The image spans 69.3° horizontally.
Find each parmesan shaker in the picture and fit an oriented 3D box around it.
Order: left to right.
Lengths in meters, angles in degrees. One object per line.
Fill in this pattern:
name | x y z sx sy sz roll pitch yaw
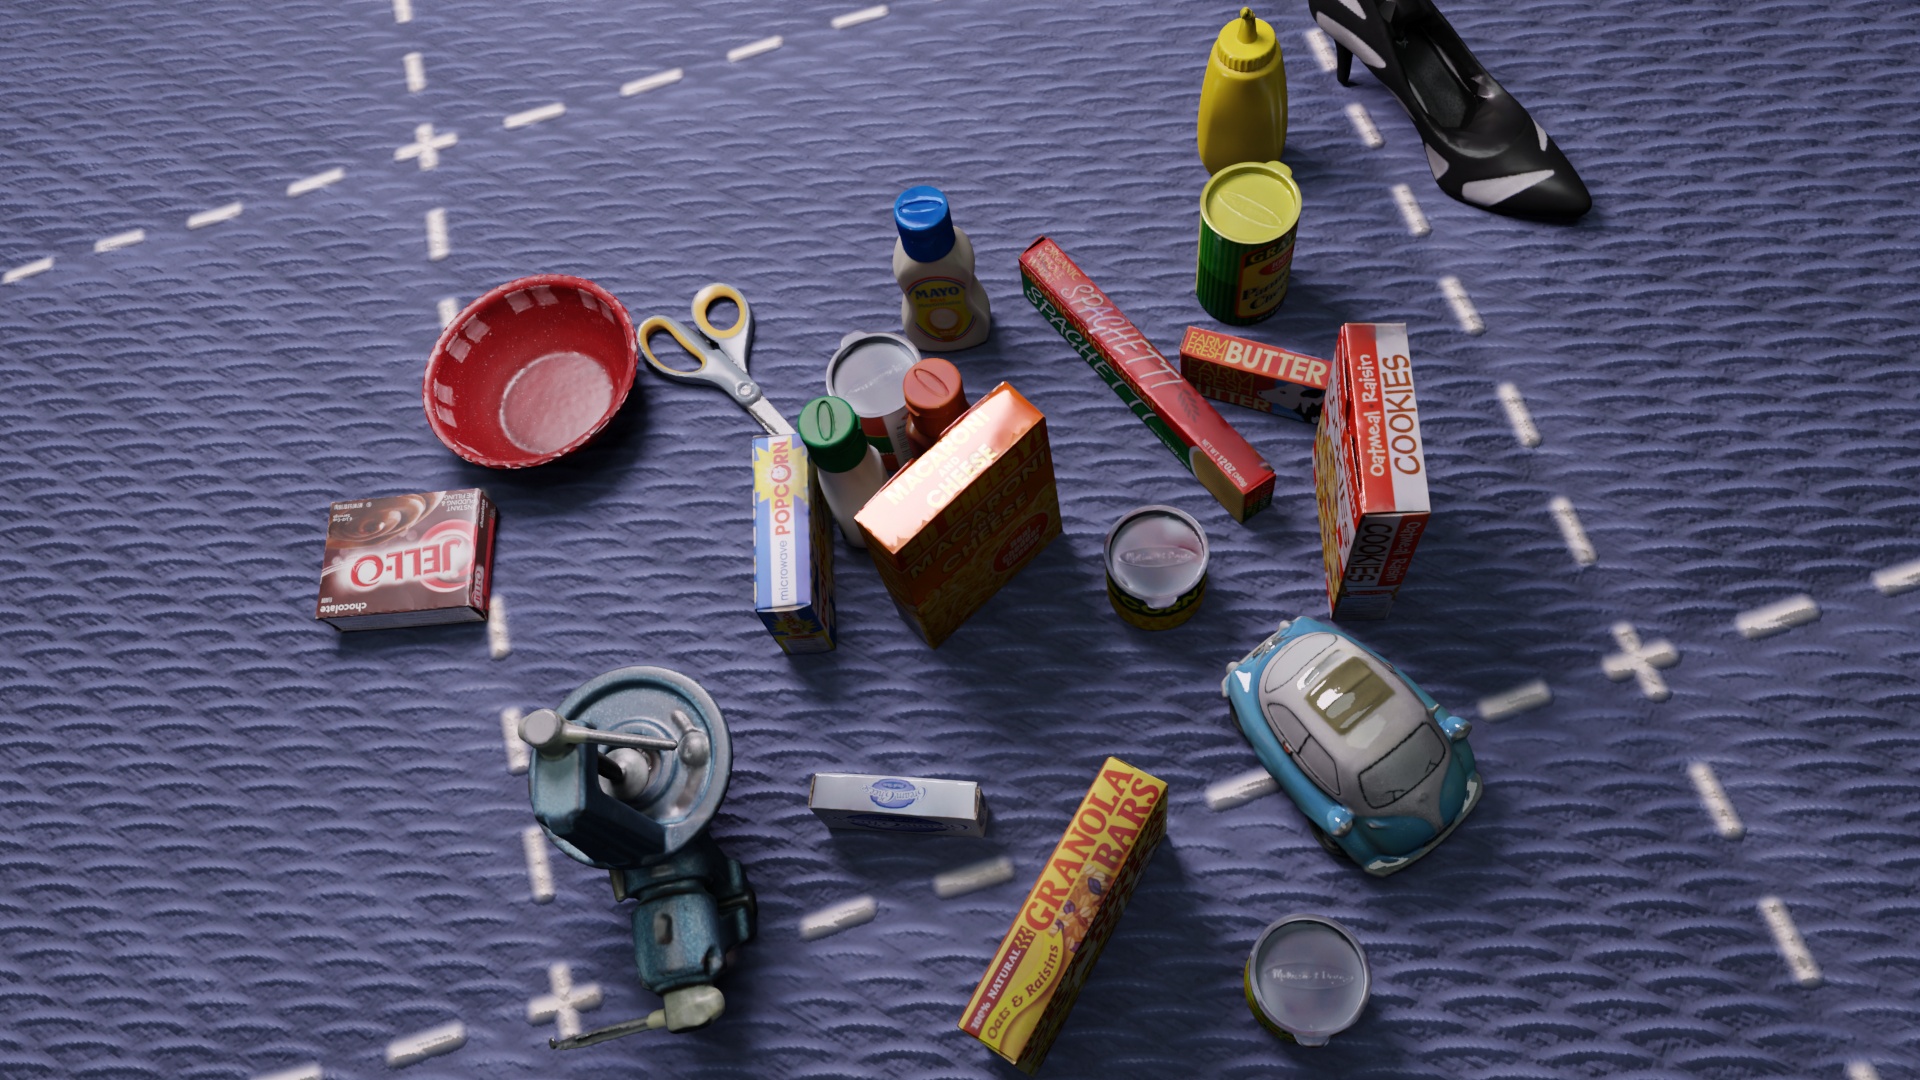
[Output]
parmesan shaker | 0.200 -0.205 0.966 0.071 0.102 0.071 -3 66 7

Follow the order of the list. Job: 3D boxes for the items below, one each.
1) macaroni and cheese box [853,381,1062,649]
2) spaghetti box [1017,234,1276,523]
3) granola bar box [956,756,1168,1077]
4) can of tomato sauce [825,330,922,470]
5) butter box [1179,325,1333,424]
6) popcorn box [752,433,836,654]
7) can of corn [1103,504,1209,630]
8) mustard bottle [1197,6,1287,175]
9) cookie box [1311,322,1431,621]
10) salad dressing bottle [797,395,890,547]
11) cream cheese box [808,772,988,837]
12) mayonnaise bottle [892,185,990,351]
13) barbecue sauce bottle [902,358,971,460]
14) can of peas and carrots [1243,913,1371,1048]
macaroni and cheese box | 0.003 -0.011 0.870 0.124 0.166 0.040 -43 68 -11
spaghetti box | 0.125 -0.115 0.964 0.029 0.050 0.251 -36 66 -8
granola bar box | 0.062 0.214 0.783 0.039 0.123 0.166 27 72 18
can of tomato sauce | -0.053 -0.096 0.962 0.071 0.082 0.071 -3 66 7
butter box | 0.201 -0.113 0.951 0.103 0.053 0.024 17 70 15
popcorn box | -0.110 0.003 0.924 0.038 0.085 0.127 -7 65 5
can of corn | 0.127 0.021 0.898 0.071 0.058 0.071 -3 66 7
mustard bottle | 0.202 -0.322 0.986 0.065 0.159 0.049 5 67 10
cookie box | 0.246 -0.037 0.848 0.040 0.167 0.123 -3 66 7
salad dressing bottle | -0.072 -0.044 0.905 0.044 0.147 0.064 -10 65 4
cream cheese box | -0.037 0.164 0.858 0.104 0.053 0.024 2 67 9
mayonnaise bottle | -0.017 -0.185 0.961 0.065 0.147 0.041 -5 66 6
barbecue sauce bottle | -0.009 -0.065 0.906 0.044 0.148 0.065 -44 68 -12
can of peas and carrots | 0.195 0.251 0.784 0.071 0.058 0.071 -3 66 7
